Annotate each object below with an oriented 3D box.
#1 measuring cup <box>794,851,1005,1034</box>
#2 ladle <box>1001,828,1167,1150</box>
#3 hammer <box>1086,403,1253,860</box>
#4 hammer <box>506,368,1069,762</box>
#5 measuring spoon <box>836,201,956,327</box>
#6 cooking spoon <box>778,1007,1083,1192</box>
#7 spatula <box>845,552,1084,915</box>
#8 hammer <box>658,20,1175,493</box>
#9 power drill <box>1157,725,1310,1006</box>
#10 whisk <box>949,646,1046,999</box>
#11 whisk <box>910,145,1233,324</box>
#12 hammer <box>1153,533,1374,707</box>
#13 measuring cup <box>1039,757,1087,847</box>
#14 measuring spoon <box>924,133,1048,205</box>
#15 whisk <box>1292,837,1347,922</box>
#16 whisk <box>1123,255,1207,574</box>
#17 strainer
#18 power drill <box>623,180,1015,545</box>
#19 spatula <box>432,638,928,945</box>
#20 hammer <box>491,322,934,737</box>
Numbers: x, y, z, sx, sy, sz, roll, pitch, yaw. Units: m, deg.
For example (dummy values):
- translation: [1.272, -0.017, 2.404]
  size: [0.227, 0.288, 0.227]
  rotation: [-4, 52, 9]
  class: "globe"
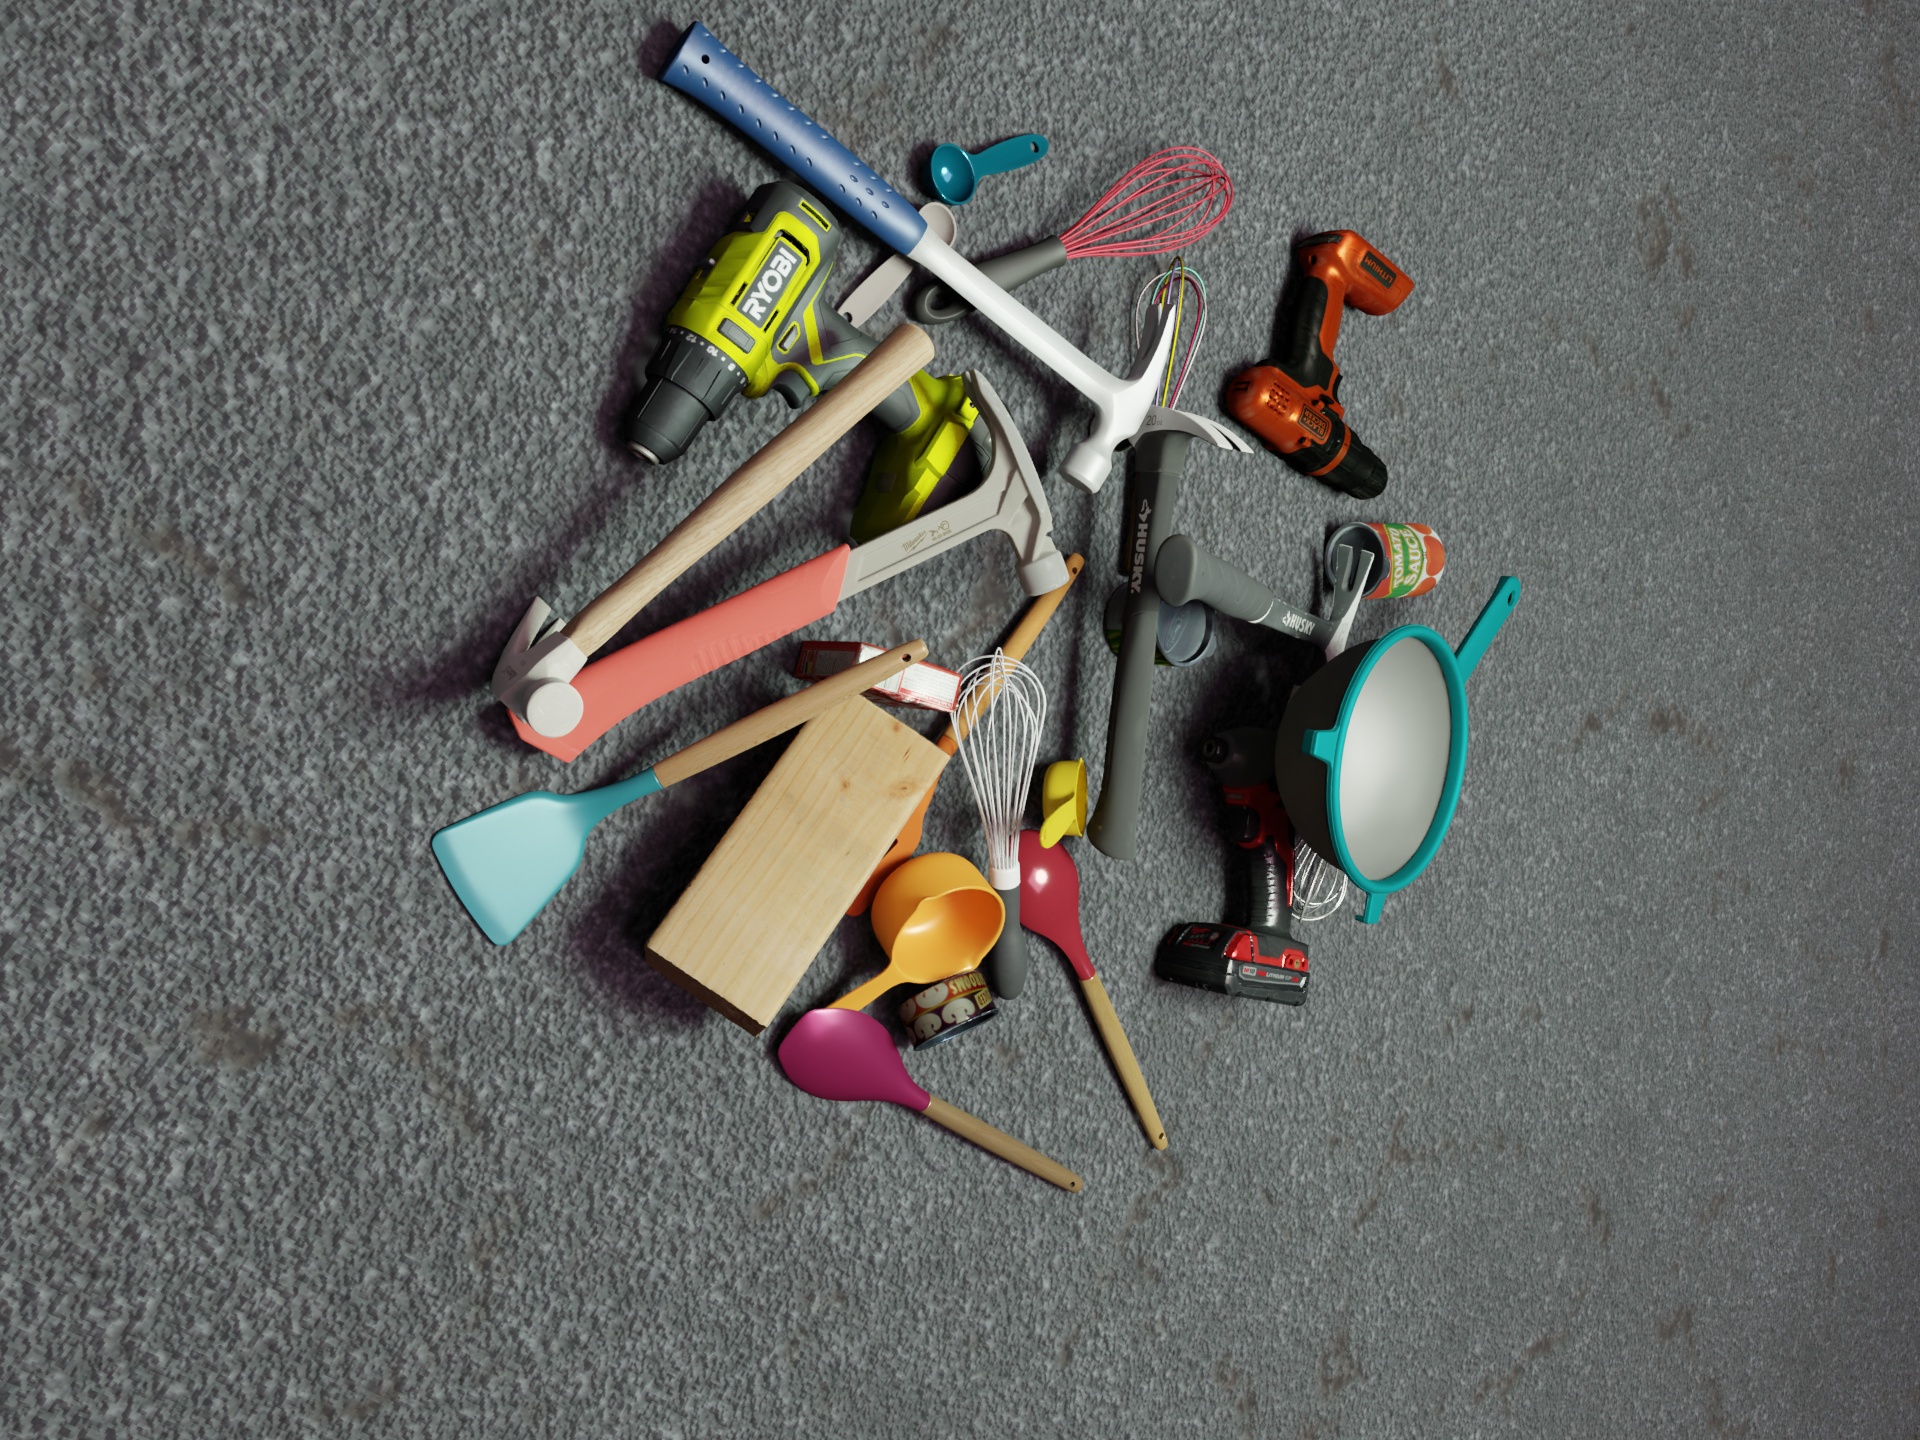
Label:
- translation: [-0.053, 0.159, 1.111]
  size: [0.173, 0.052, 0.095]
  rotation: [-35, 136, -2]
  class: "measuring cup"
- translation: [0.106, 0.220, 1.247]
  size: [0.069, 0.031, 0.315]
  rotation: [-37, 117, -27]
  class: "ladle"
- translation: [0.135, -0.064, 1.170]
  size: [0.035, 0.146, 0.335]
  rotation: [4, 95, -35]
  class: "hammer"
- translation: [-0.111, -0.081, 0.982]
  size: [0.359, 0.037, 0.149]
  rotation: [-27, 103, -13]
  class: "hammer"
- translation: [-0.049, -0.307, 1.088]
  size: [0.124, 0.018, 0.034]
  rotation: [-49, 122, -15]
  class: "measuring spoon"
- translation: [-0.010, 0.289, 1.165]
  size: [0.318, 0.017, 0.069]
  rotation: [37, 91, -35]
  class: "cooking spoon"
- translation: [-0.002, -0.004, 1.147]
  size: [0.081, 0.041, 0.323]
  rotation: [50, 62, -30]
  class: "spatula"
- translation: [-0.019, -0.320, 1.065]
  size: [0.405, 0.035, 0.144]
  rotation: [32, 87, -28]
  class: "hammer"
- translation: [0.237, 0.115, 1.304]
  size: [0.143, 0.078, 0.220]
  rotation: [16, 82, -38]
  class: "power drill"
- translation: [0.030, 0.080, 1.136]
  size: [0.070, 0.070, 0.284]
  rotation: [-22, 122, -33]
  class: "whisk"
- translation: [0.085, -0.349, 1.158]
  size: [0.296, 0.073, 0.073]
  rotation: [-30, 112, -24]
  class: "whisk"
- translation: [0.231, -0.088, 1.189]
  size: [0.408, 0.036, 0.149]
  rotation: [10, 99, -62]
  class: "hammer"
- translation: [0.065, 0.066, 1.148]
  size: [0.156, 0.029, 0.062]
  rotation: [-32, 121, -71]
  class: "measuring cup"
- translation: [0.017, -0.394, 1.129]
  size: [0.128, 0.021, 0.042]
  rotation: [-34, 110, -39]
  class: "measuring spoon"
- translation: [0.337, 0.064, 1.395]
  size: [0.059, 0.058, 0.246]
  rotation: [69, 43, -68]
  class: "whisk"
- translation: [0.153, -0.234, 1.230]
  size: [0.051, 0.047, 0.245]
  rotation: [3, 97, -38]
  class: "whisk"
- translation: [0.348, -0.015, 1.291]
  size: [0.340, 0.095, 0.210]
  rotation: [-48, 128, -32]
  class: "strainer"
- translation: [-0.091, -0.202, 1.026]
  size: [0.228, 0.080, 0.190]
  rotation: [36, 80, -31]
  class: "power drill"
- translation: [-0.161, 0.028, 0.974]
  size: [0.317, 0.044, 0.082]
  rotation: [-27, 110, -3]
  class: "spatula"
- translation: [-0.143, -0.121, 0.936]
  size: [0.331, 0.130, 0.031]
  rotation: [-44, 120, -12]
  class: "hammer"
